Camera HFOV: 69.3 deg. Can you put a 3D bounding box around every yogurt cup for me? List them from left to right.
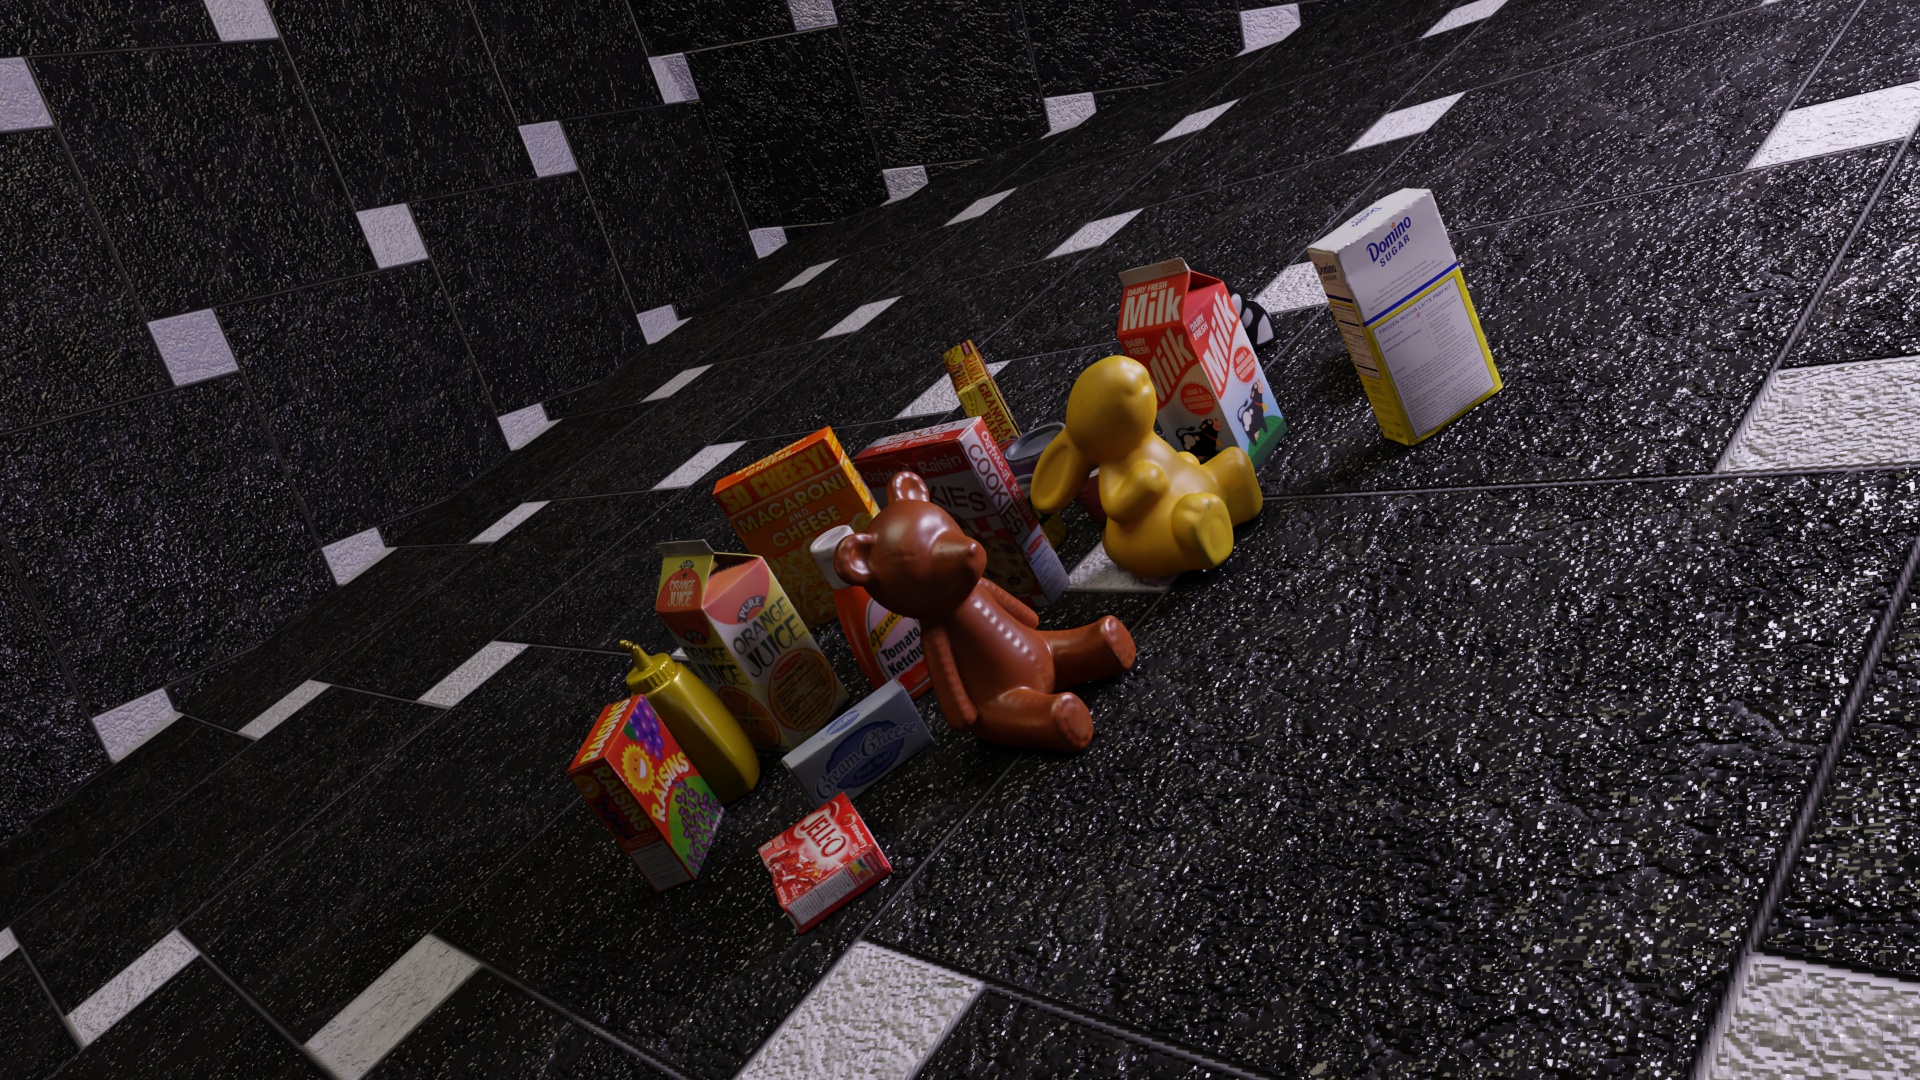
[{"bbox_3d":[0.130,-0.052,1.234,0.072,0.053,0.073,-25,22,11],"label":"yogurt cup"}]

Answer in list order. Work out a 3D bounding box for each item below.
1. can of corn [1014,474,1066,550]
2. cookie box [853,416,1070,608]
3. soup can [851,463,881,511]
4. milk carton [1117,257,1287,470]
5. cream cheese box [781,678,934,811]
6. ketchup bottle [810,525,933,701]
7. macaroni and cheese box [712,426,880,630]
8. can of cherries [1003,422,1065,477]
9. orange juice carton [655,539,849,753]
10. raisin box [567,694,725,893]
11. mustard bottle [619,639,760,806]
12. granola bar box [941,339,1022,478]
[{"bbox_3d":[0.055,-0.016,1.241,0.071,0.058,0.071,-25,22,11],"label":"can of corn"},{"bbox_3d":[0.000,-0.016,1.158,0.122,0.167,0.040,-9,29,43],"label":"cookie box"},{"bbox_3d":[-0.097,-0.032,1.432,0.071,0.083,0.071,-25,21,11],"label":"soup can"},{"bbox_3d":[0.199,-0.150,1.177,0.072,0.190,0.074,-5,32,47],"label":"milk carton"},{"bbox_3d":[-0.075,0.155,1.029,0.104,0.053,0.024,-35,22,-13],"label":"cream cheese box"},{"bbox_3d":[-0.068,0.058,1.106,0.065,0.148,0.043,-38,22,-21],"label":"ketchup bottle"},{"bbox_3d":[-0.139,-0.009,1.320,0.123,0.166,0.040,-26,21,10],"label":"macaroni and cheese box"},{"bbox_3d":[0.084,-0.070,1.325,0.071,0.058,0.072,-25,22,11],"label":"can of cherries"},{"bbox_3d":[-0.179,0.078,1.140,0.071,0.192,0.073,-5,32,48],"label":"orange juice carton"},{"bbox_3d":[-0.237,0.191,1.055,0.040,0.123,0.086,-22,22,19],"label":"raisin box"},{"bbox_3d":[-0.221,0.138,1.102,0.065,0.159,0.049,-23,22,16],"label":"mustard bottle"},{"bbox_3d":[0.032,-0.129,1.432,0.039,0.124,0.166,-28,21,5],"label":"granola bar box"}]
